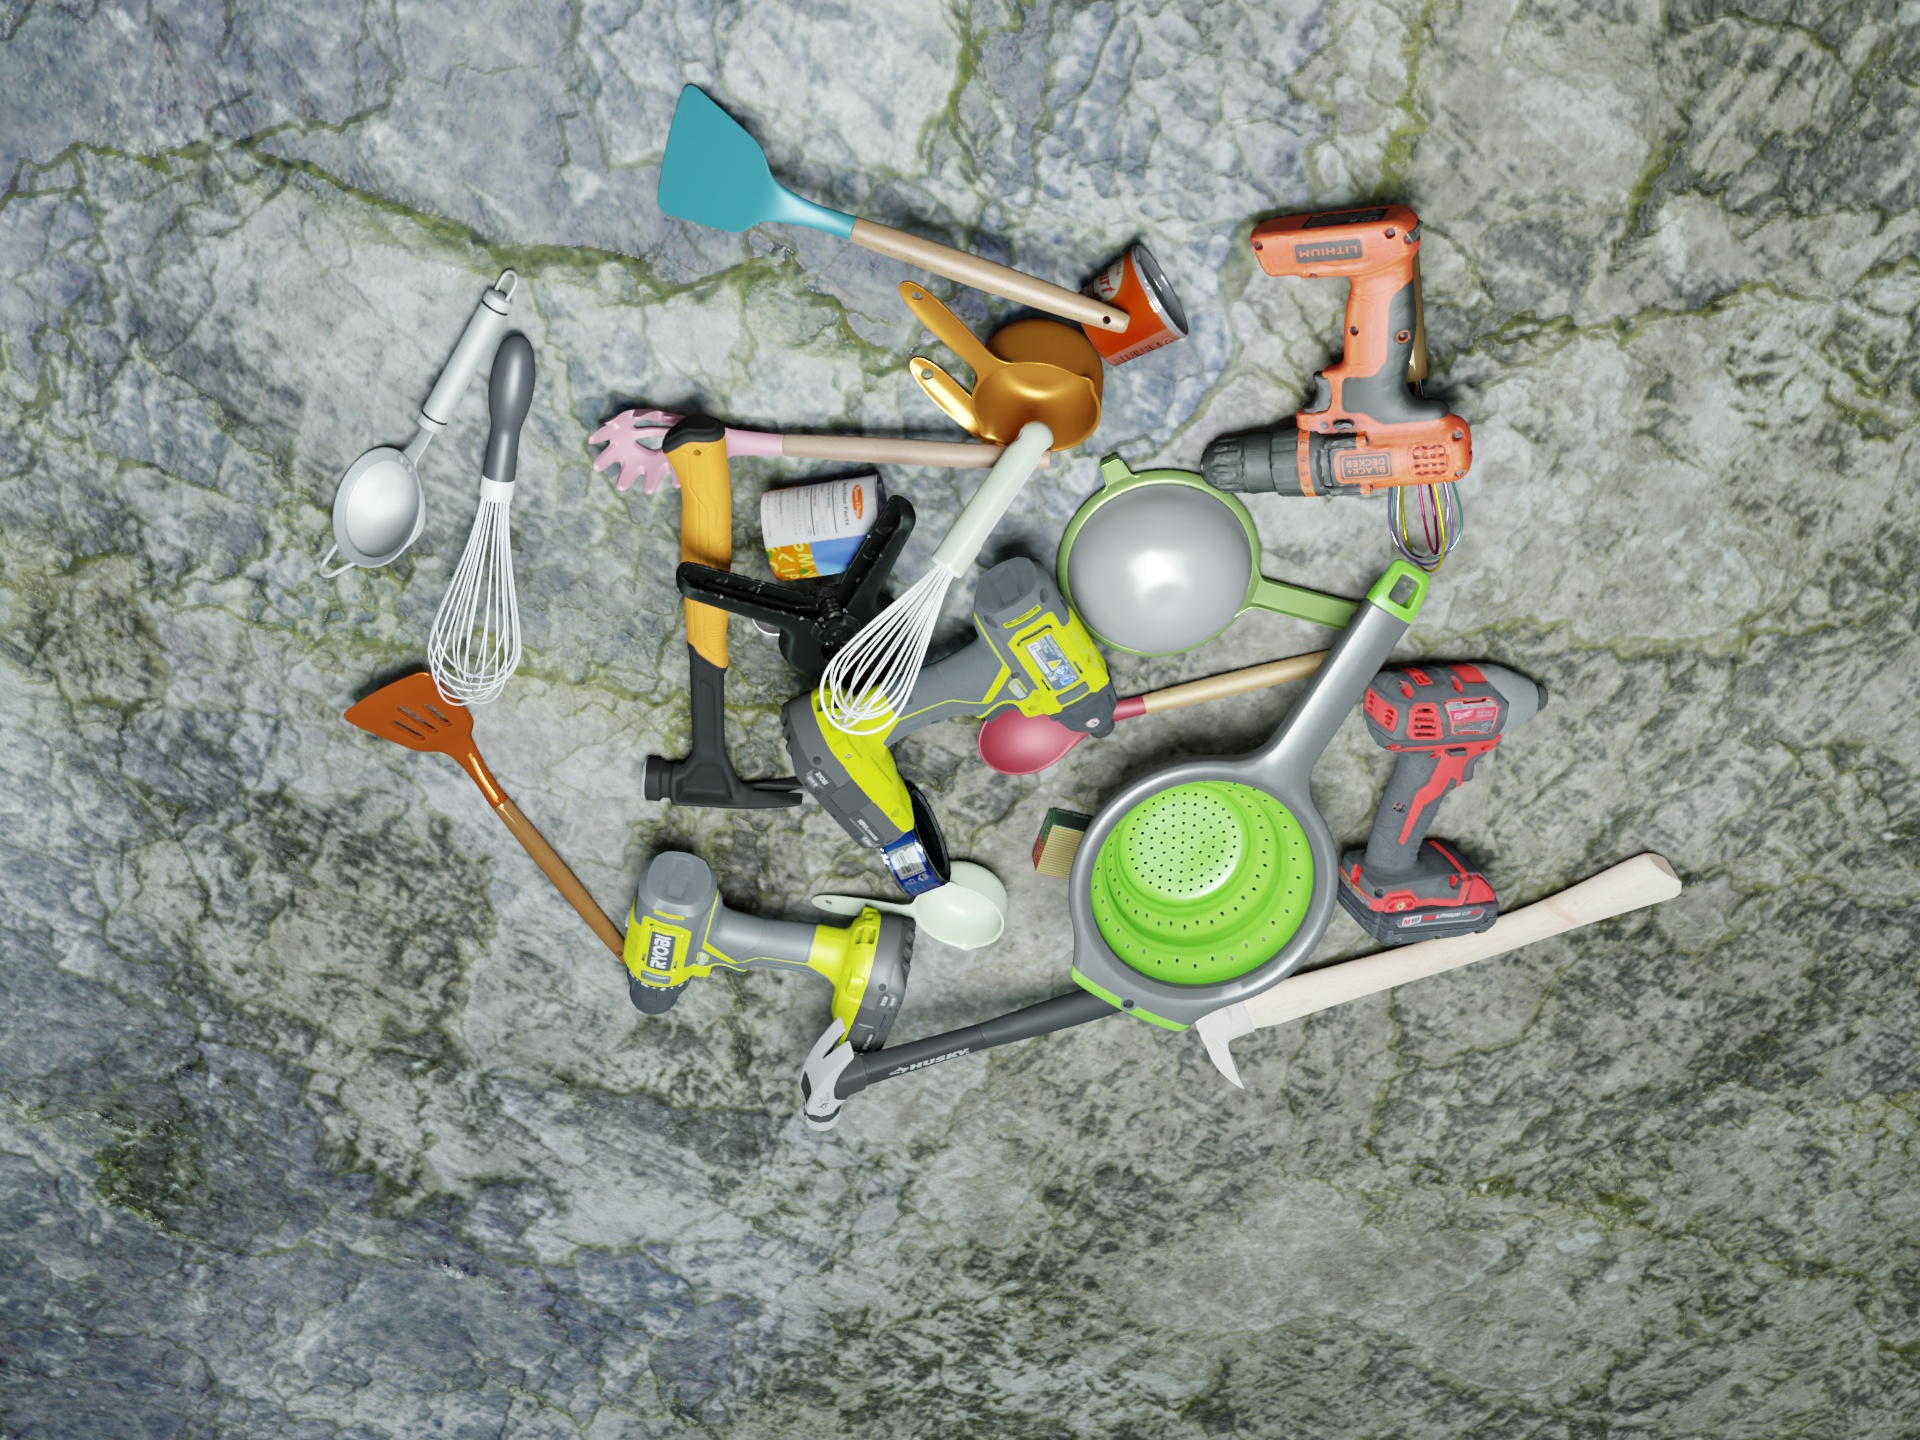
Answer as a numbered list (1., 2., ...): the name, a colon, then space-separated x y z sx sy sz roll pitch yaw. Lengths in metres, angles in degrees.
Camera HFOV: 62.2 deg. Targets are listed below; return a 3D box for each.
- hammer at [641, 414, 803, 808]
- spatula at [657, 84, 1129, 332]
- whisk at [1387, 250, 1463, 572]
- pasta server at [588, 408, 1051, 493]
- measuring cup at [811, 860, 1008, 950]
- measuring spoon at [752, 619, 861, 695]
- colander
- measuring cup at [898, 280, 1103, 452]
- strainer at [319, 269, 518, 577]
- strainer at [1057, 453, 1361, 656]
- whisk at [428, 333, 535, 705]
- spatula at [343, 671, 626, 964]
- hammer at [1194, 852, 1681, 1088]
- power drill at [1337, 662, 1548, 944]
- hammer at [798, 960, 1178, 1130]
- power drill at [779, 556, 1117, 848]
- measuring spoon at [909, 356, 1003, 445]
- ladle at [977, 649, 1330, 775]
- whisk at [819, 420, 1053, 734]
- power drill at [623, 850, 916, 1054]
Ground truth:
1. hammer: -0.176 -0.067 1.158 0.127 0.034 0.336 4 129 -2
2. spatula: -0.042 -0.309 1.015 0.317 0.044 0.082 19 118 -4
3. whisk: 0.316 -0.215 1.097 0.051 0.047 0.244 -5 117 14
4. pasta server: -0.096 -0.184 1.094 0.316 0.040 0.060 4 130 6
5. measuring cup: -0.041 0.146 1.317 0.167 0.038 0.083 3 133 18
6. measuring spoon: -0.112 -0.054 1.209 0.034 0.018 0.124 -32 123 17
7. colander: 0.221 0.045 1.208 0.204 0.095 0.397 28 105 -12
8. measuring cup: 0.025 -0.248 1.045 0.095 0.052 0.173 -20 137 39
9. strainer: -0.367 -0.200 1.102 0.087 0.050 0.258 46 112 24
10. strainer: 0.197 -0.087 1.156 0.256 0.069 0.151 14 119 -7
11. whisk: -0.335 -0.136 1.132 0.070 0.070 0.284 12 115 -8
12. spatula: -0.357 0.088 1.272 0.081 0.041 0.322 -25 119 13
13. hammer: 0.400 0.204 1.344 0.410 0.038 0.146 -19 131 8
14. power drill: 0.374 0.058 1.236 0.143 0.079 0.219 -5 117 -16
15. hammer: 0.031 0.254 1.312 0.334 0.035 0.146 -13 147 -16
16. power drill: -0.002 -0.004 1.157 0.223 0.080 0.171 -28 133 10
17. measuring spoon: 0.008 -0.214 1.116 0.116 0.011 0.021 41 114 -18
18. ladle: 0.166 -0.019 1.222 0.315 0.031 0.069 -13 118 5
19. whisk: -0.013 -0.096 1.067 0.059 0.058 0.246 34 94 -13
20. power drill: -0.165 0.202 1.308 0.228 0.080 0.190 14 137 -6
